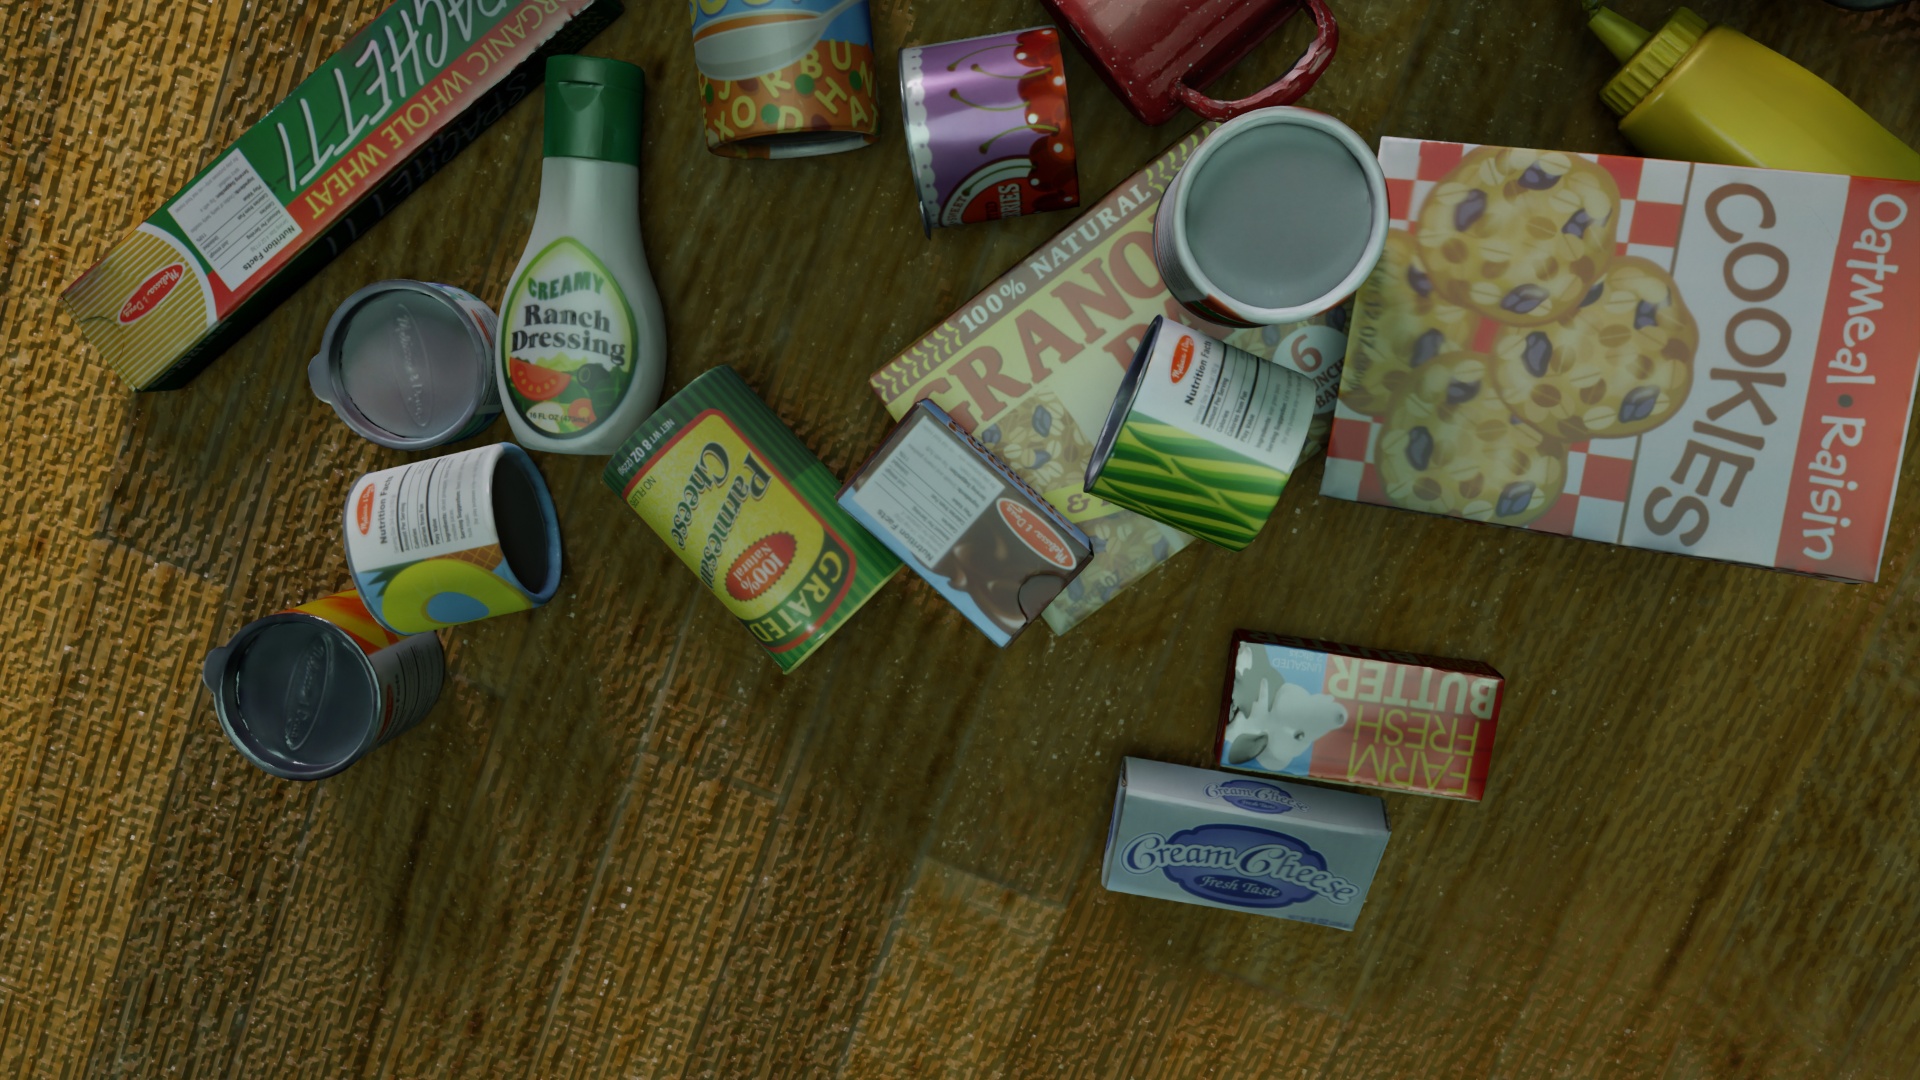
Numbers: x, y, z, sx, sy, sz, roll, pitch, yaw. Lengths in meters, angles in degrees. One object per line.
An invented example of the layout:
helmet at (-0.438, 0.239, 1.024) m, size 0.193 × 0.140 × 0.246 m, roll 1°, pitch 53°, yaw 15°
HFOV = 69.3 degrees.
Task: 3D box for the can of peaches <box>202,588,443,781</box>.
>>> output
can of peaches at (-0.252, 0.055, 0.555) m, size 0.071 × 0.058 × 0.071 m, roll 1°, pitch 98°, yaw 5°

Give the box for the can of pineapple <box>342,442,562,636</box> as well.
can of pineapple at (-0.195, 0.000, 0.542) m, size 0.058 × 0.071 × 0.071 m, roll -12°, pitch 96°, yaw 6°

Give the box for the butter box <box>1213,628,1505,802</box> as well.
butter box at (0.155, 0.068, 0.545) m, size 0.103 × 0.024 × 0.053 m, roll 7°, pitch 98°, yaw 3°

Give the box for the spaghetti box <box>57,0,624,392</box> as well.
spaghetti box at (-0.241, -0.151, 0.543) m, size 0.250 × 0.029 × 0.050 m, roll -37°, pitch 93°, yaw 8°

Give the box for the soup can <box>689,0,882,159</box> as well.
soup can at (-0.066, -0.186, 0.505) m, size 0.071 × 0.071 × 0.083 m, roll -5°, pitch 97°, yaw 5°

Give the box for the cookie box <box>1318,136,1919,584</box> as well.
cookie box at (0.214, -0.060, 0.456) m, size 0.167 × 0.040 × 0.123 m, roll 10°, pitch 93°, yaw 18°

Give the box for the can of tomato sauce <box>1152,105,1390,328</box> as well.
can of tomato sauce at (0.101, -0.104, 0.456) m, size 0.071 × 0.083 × 0.071 m, roll 1°, pitch 98°, yaw 4°

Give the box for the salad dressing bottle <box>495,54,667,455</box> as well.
salad dressing bottle at (-0.144, -0.108, 0.534) m, size 0.064 × 0.044 × 0.147 m, roll 5°, pitch 97°, yaw 5°

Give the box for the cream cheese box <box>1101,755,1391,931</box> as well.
cream cheese box at (0.110, 0.120, 0.547) m, size 0.104 × 0.024 × 0.053 m, roll 9°, pitch 120°, yaw 3°

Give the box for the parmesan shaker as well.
parmesan shaker at (-0.080, -0.007, 0.532) m, size 0.071 × 0.071 × 0.103 m, roll -43°, pitch 92°, yaw 8°

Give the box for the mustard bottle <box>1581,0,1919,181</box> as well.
mustard bottle at (0.278, -0.141, 0.493) m, size 0.160 × 0.065 × 0.049 m, roll 42°, pitch 93°, yaw 4°

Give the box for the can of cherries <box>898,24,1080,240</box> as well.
can of cherries at (0.011, -0.147, 0.507) m, size 0.058 × 0.071 × 0.071 m, roll -8°, pitch 97°, yaw 4°

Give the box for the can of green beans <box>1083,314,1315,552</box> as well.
can of green beans at (0.081, -0.036, 0.475) m, size 0.058 × 0.071 × 0.071 m, roll 23°, pitch 99°, yaw 0°

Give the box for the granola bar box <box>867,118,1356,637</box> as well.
granola bar box at (0.068, -0.062, 0.527) m, size 0.165 × 0.039 × 0.124 m, roll -36°, pitch 94°, yaw 8°

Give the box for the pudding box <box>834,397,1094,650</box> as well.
pudding box at (0.002, -0.006, 0.504) m, size 0.083 × 0.030 × 0.049 m, roll 41°, pitch 101°, yaw -2°

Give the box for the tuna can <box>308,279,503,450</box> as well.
tuna can at (-0.216, -0.069, 0.550) m, size 0.071 × 0.033 × 0.071 m, roll 1°, pitch 97°, yaw 4°
